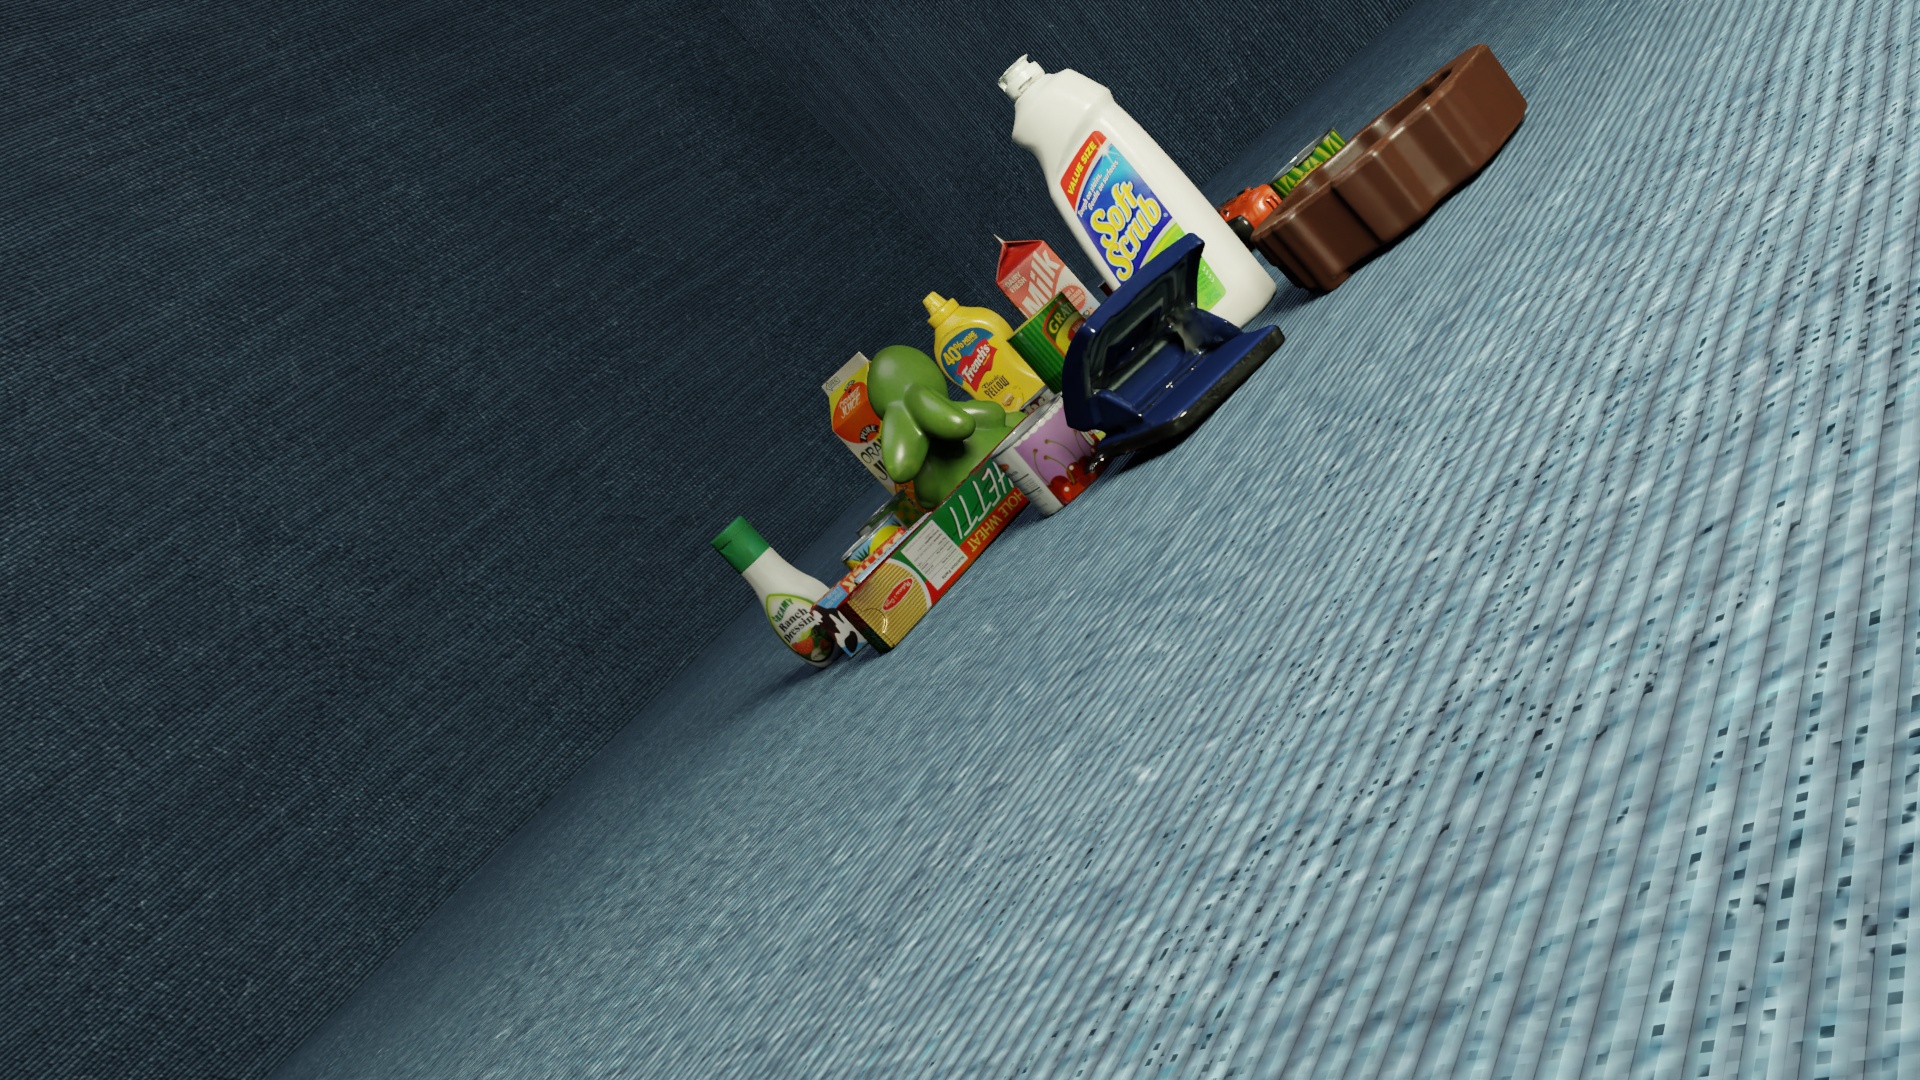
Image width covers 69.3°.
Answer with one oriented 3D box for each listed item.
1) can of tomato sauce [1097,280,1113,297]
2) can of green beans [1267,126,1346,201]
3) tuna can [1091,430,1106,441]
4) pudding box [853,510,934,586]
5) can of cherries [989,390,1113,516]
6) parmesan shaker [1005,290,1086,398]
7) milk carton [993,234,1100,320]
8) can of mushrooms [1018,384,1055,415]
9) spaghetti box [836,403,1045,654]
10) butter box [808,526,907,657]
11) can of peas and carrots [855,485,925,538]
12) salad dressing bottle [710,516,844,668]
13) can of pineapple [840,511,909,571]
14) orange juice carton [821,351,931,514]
[{"bbox_3d":[0.174,-0.218,1.243,0.071,0.083,0.071,-42,6,6],"label":"can of tomato sauce"},{"bbox_3d":[0.287,-0.283,1.099,0.071,0.058,0.071,-42,6,6],"label":"can of green beans"},{"bbox_3d":[0.104,-0.089,1.040,0.071,0.033,0.071,-42,6,6],"label":"tuna can"},{"bbox_3d":[-0.037,0.022,1.087,0.084,0.049,0.030,-44,6,-11],"label":"pudding box"},{"bbox_3d":[0.066,-0.061,0.967,0.071,0.058,0.071,-42,6,6],"label":"can of cherries"},{"bbox_3d":[0.101,-0.164,1.243,0.071,0.103,0.071,-42,6,6],"label":"parmesan shaker"},{"bbox_3d":[0.103,-0.277,1.585,0.073,0.190,0.072,-42,6,6],"label":"milk carton"},{"bbox_3d":[0.096,-0.148,1.483,0.071,0.033,0.071,-42,6,6],"label":"can of mushrooms"},{"bbox_3d":[0.004,-0.013,1.069,0.251,0.050,0.028,-46,7,-31],"label":"spaghetti box"},{"bbox_3d":[-0.068,0.041,1.130,0.103,0.053,0.024,-42,6,5],"label":"butter box"},{"bbox_3d":[-0.062,-0.011,1.417,0.071,0.058,0.071,-42,6,6],"label":"can of peas and carrots"},{"bbox_3d":[-0.154,0.044,1.209,0.064,0.147,0.044,-39,7,29],"label":"salad dressing bottle"},{"bbox_3d":[-0.068,0.017,1.272,0.071,0.058,0.071,-42,6,6],"label":"can of pineapple"},{"bbox_3d":[-0.062,-0.109,1.462,0.071,0.192,0.073,-38,8,41],"label":"orange juice carton"}]
